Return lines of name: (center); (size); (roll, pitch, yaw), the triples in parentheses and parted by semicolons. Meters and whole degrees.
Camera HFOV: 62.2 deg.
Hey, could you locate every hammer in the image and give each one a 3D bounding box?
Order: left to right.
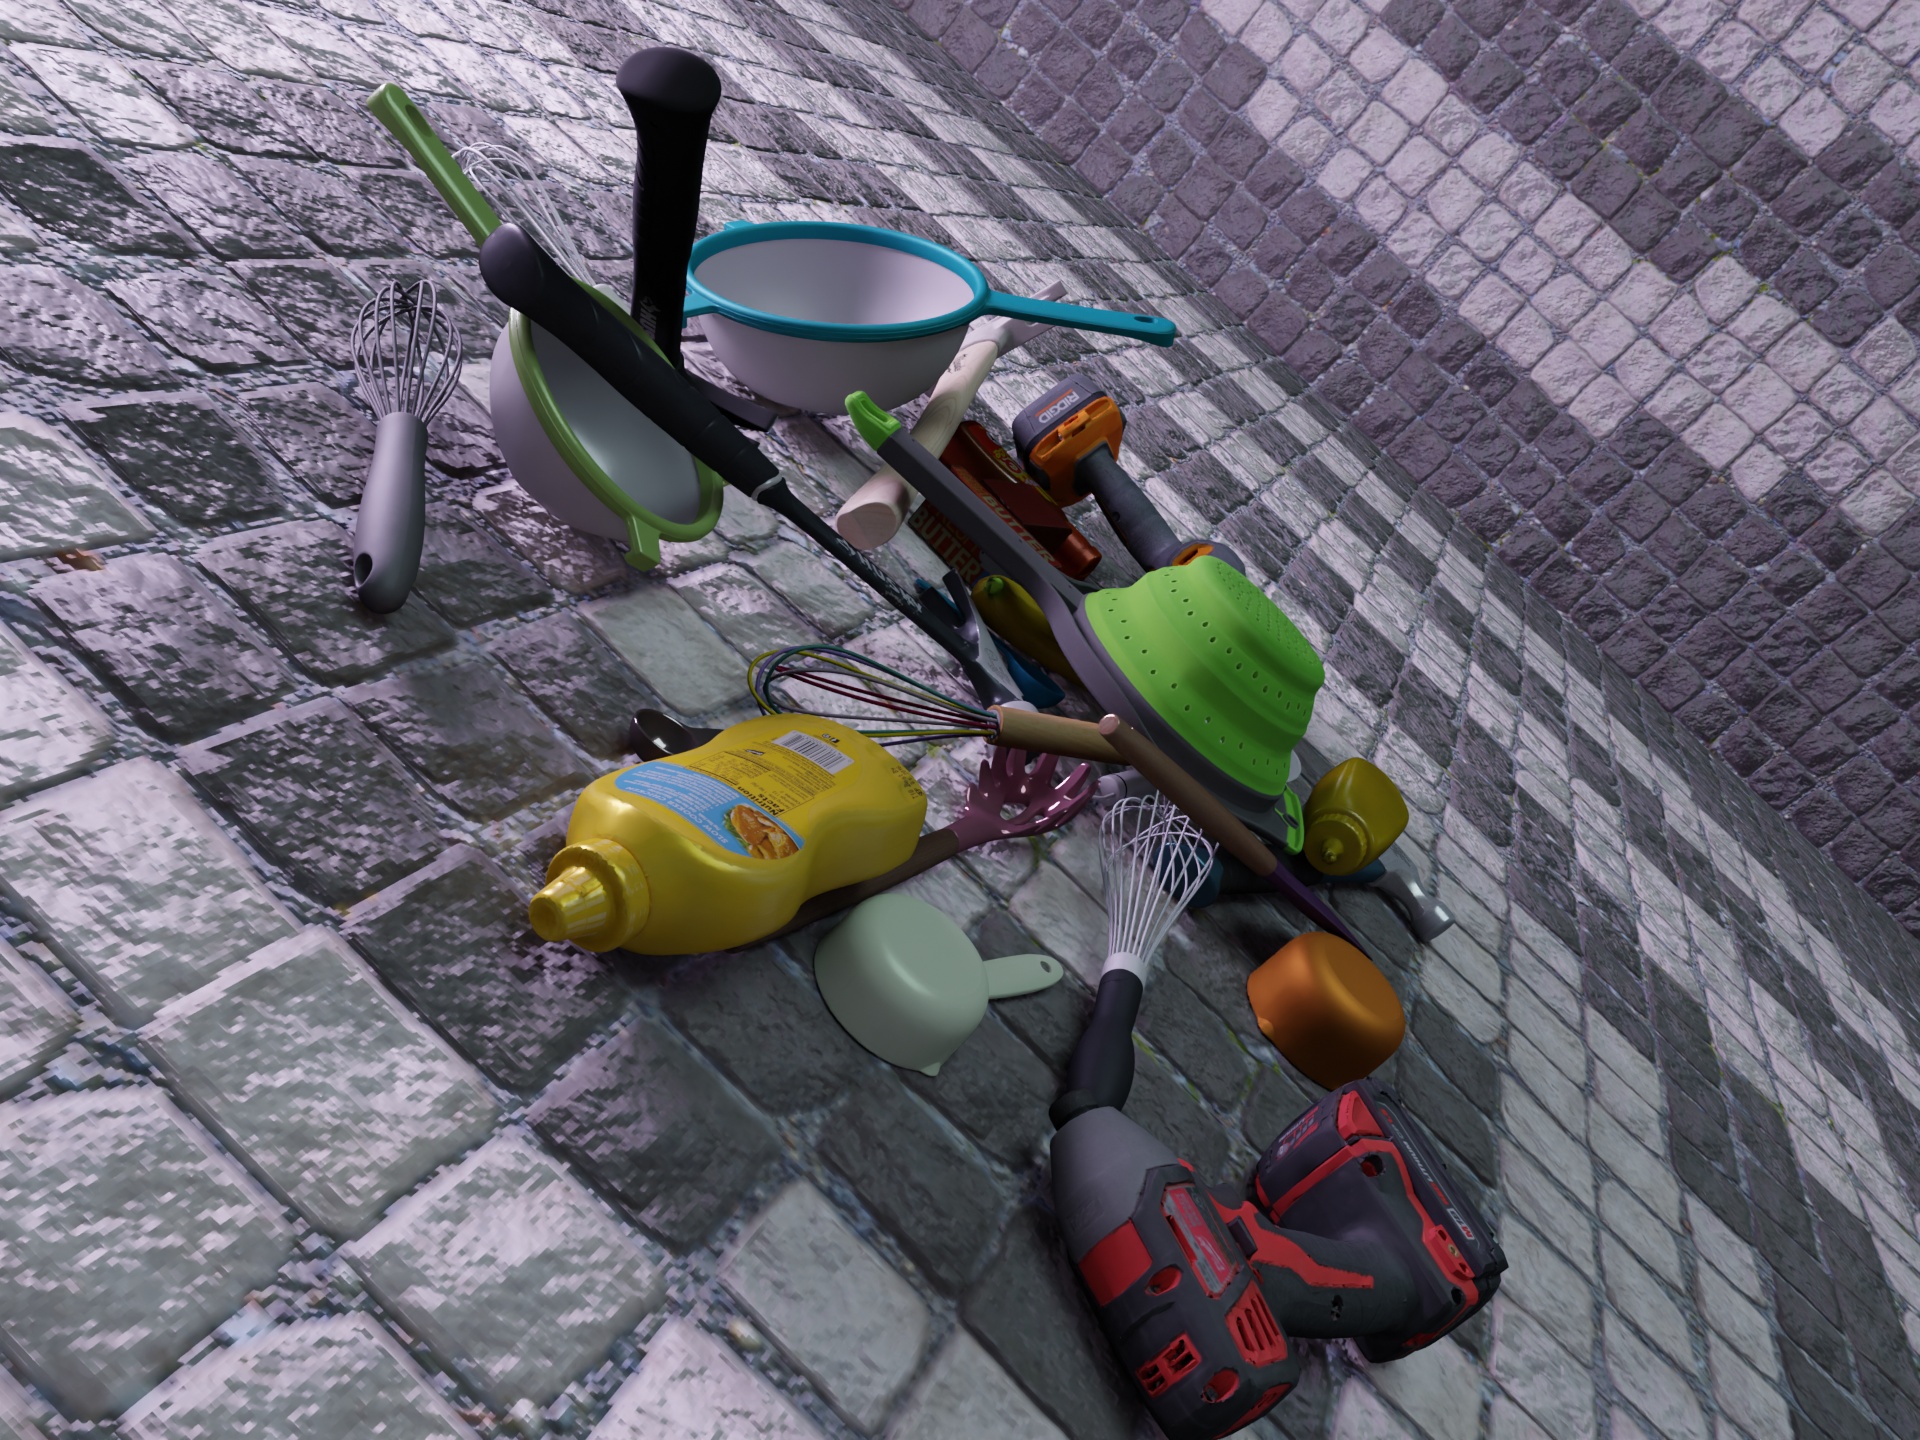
hammer: (-0.148, -0.231, 0.809); (0.146, 0.035, 0.334); (32, -16, -6)
hammer: (-0.091, -0.119, 0.849); (0.408, 0.036, 0.149); (39, 19, -42)
hammer: (-0.007, -0.226, 1.162); (0.038, 0.146, 0.411); (57, 25, -19)
hammer: (0.230, 0.100, 1.077); (0.330, 0.033, 0.128); (5, 44, -52)

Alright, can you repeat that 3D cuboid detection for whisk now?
whisk: (-0.259, -0.130, 0.731); (0.055, 0.055, 0.239); (24, 35, -33)
whisk: (-0.235, -0.269, 0.995); (0.059, 0.057, 0.246); (-38, 83, -31)
whisk: (-0.002, -0.005, 0.847); (0.244, 0.051, 0.047); (10, 19, -32)
whisk: (0.088, 0.115, 0.828); (0.070, 0.070, 0.285); (39, 30, -6)

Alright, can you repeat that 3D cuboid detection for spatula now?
spatula: (0.164, 0.073, 0.905); (0.315, 0.018, 0.060); (39, 2, -43)

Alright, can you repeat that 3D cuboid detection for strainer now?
strainer: (-0.221, -0.185, 0.790); (0.256, 0.069, 0.152); (54, 22, -17)
strainer: (-0.026, -0.260, 1.107); (0.340, 0.095, 0.211); (9, 34, 0)
strainer: (0.155, 0.034, 1.069); (0.087, 0.050, 0.258); (35, 25, 29)

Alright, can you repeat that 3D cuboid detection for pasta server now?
pasta server: (-0.017, 0.059, 0.779); (0.060, 0.040, 0.316); (31, 22, 21)

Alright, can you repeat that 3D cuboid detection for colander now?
colander: (0.099, -0.090, 0.991); (0.397, 0.094, 0.204); (42, 20, -5)

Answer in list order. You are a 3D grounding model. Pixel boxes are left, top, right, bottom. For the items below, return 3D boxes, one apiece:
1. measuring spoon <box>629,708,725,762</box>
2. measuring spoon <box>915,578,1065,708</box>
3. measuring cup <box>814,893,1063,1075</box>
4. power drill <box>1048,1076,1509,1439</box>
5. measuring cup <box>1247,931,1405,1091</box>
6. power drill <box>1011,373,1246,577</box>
measuring spoon: (-0.111, 0.017, 0.745); (0.034, 0.018, 0.124); (47, 18, 27)
measuring spoon: (0.014, -0.047, 1.029); (0.129, 0.021, 0.042); (40, 12, 19)
measuring cup: (0.006, 0.111, 0.724); (0.167, 0.038, 0.083); (3, 45, -51)
power drill: (0.131, 0.221, 0.692); (0.219, 0.078, 0.143); (9, 40, -45)
measuring cup: (0.236, 0.195, 0.906); (0.095, 0.052, 0.174); (12, 36, -47)
power drill: (0.139, -0.149, 1.260); (0.227, 0.084, 0.164); (52, -4, 15)
